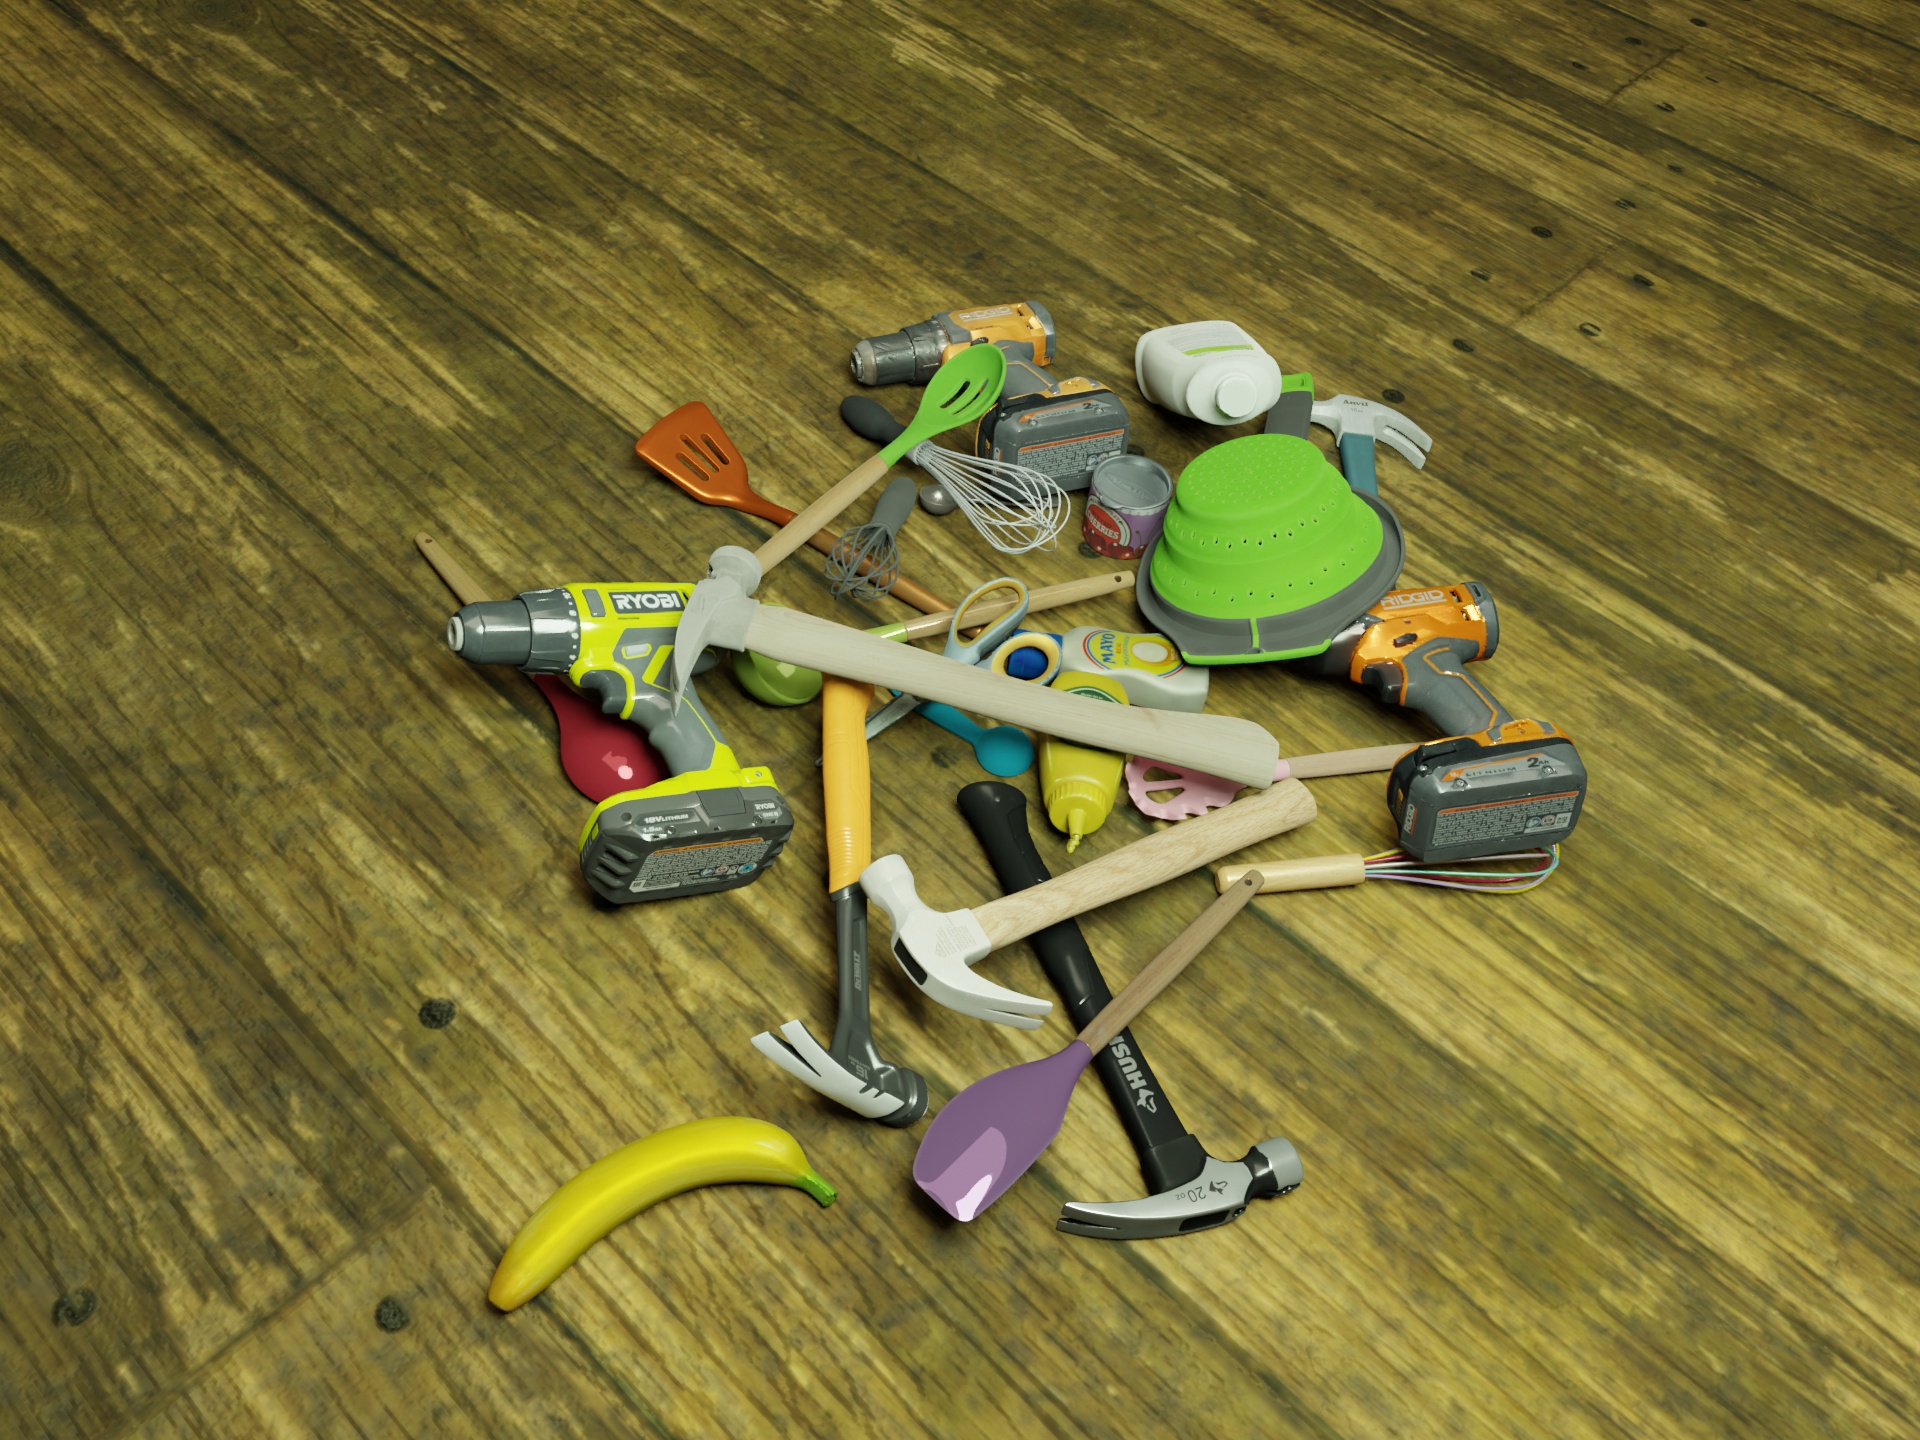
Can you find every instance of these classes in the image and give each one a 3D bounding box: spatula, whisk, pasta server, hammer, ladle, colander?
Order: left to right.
[{"bbox_3d":[-0.315,-0.047,1.155,0.069,0.031,0.316,-29,57,-30],"label":"ladle"},{"bbox_3d":[-0.114,-0.152,1.259,0.323,0.041,0.081,32,54,18],"label":"spatula"},{"bbox_3d":[-0.077,0.084,1.014,0.034,0.127,0.337,-27,45,24],"label":"hammer"},{"bbox_3d":[-0.061,-0.146,1.215,0.055,0.055,0.239,11,26,3],"label":"whisk"},{"bbox_3d":[-0.015,-0.076,1.182,0.320,0.062,0.078,-14,78,-15],"label":"ladle"},{"bbox_3d":[-0.015,-0.207,1.289,0.070,0.070,0.285,-27,44,-27],"label":"whisk"},{"bbox_3d":[0.013,-0.013,1.068,0.410,0.038,0.146,15,43,-2],"label":"hammer"},{"bbox_3d":[0.073,0.170,1.010,0.146,0.035,0.335,-14,53,-19],"label":"hammer"},{"bbox_3d":[0.089,0.182,0.967,0.060,0.018,0.316,38,55,23],"label":"spatula"},{"bbox_3d":[0.105,0.101,1.027,0.331,0.031,0.130,-18,61,-30],"label":"hammer"},{"bbox_3d":[0.242,-0.202,1.250,0.204,0.094,0.397,-4,39,21],"label":"colander"},{"bbox_3d":[0.264,0.031,1.152,0.316,0.040,0.060,-6,79,-14],"label":"pasta server"},{"bbox_3d":[0.338,-0.160,1.328,0.128,0.033,0.331,6,49,0],"label":"hammer"},{"bbox_3d":[0.297,0.104,1.094,0.245,0.047,0.051,-5,38,-6],"label":"whisk"}]

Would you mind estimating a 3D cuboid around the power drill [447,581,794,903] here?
[{"bbox_3d":[-0.221,0.002,1.050,0.190,0.080,0.229,-5,55,-35],"label":"power drill"}]

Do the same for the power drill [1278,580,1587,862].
[{"bbox_3d":[0.323,-0.009,1.122,0.164,0.084,0.227,-8,43,-3],"label":"power drill"}]

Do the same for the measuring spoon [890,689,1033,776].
[{"bbox_3d":[-0.002,-0.004,1.157,0.129,0.021,0.042,32,53,18],"label":"measuring spoon"}]

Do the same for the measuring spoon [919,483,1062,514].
[{"bbox_3d":[0.025,-0.179,1.320,0.124,0.018,0.034,0,38,-16],"label":"measuring spoon"}]

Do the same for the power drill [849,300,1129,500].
[{"bbox_3d":[0.022,-0.280,1.357,0.185,0.084,0.226,-13,45,-18],"label":"power drill"}]

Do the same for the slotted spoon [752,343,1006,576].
[{"bbox_3d":[-0.082,-0.186,1.242,0.314,0.031,0.070,-42,50,-12],"label":"slotted spoon"}]
